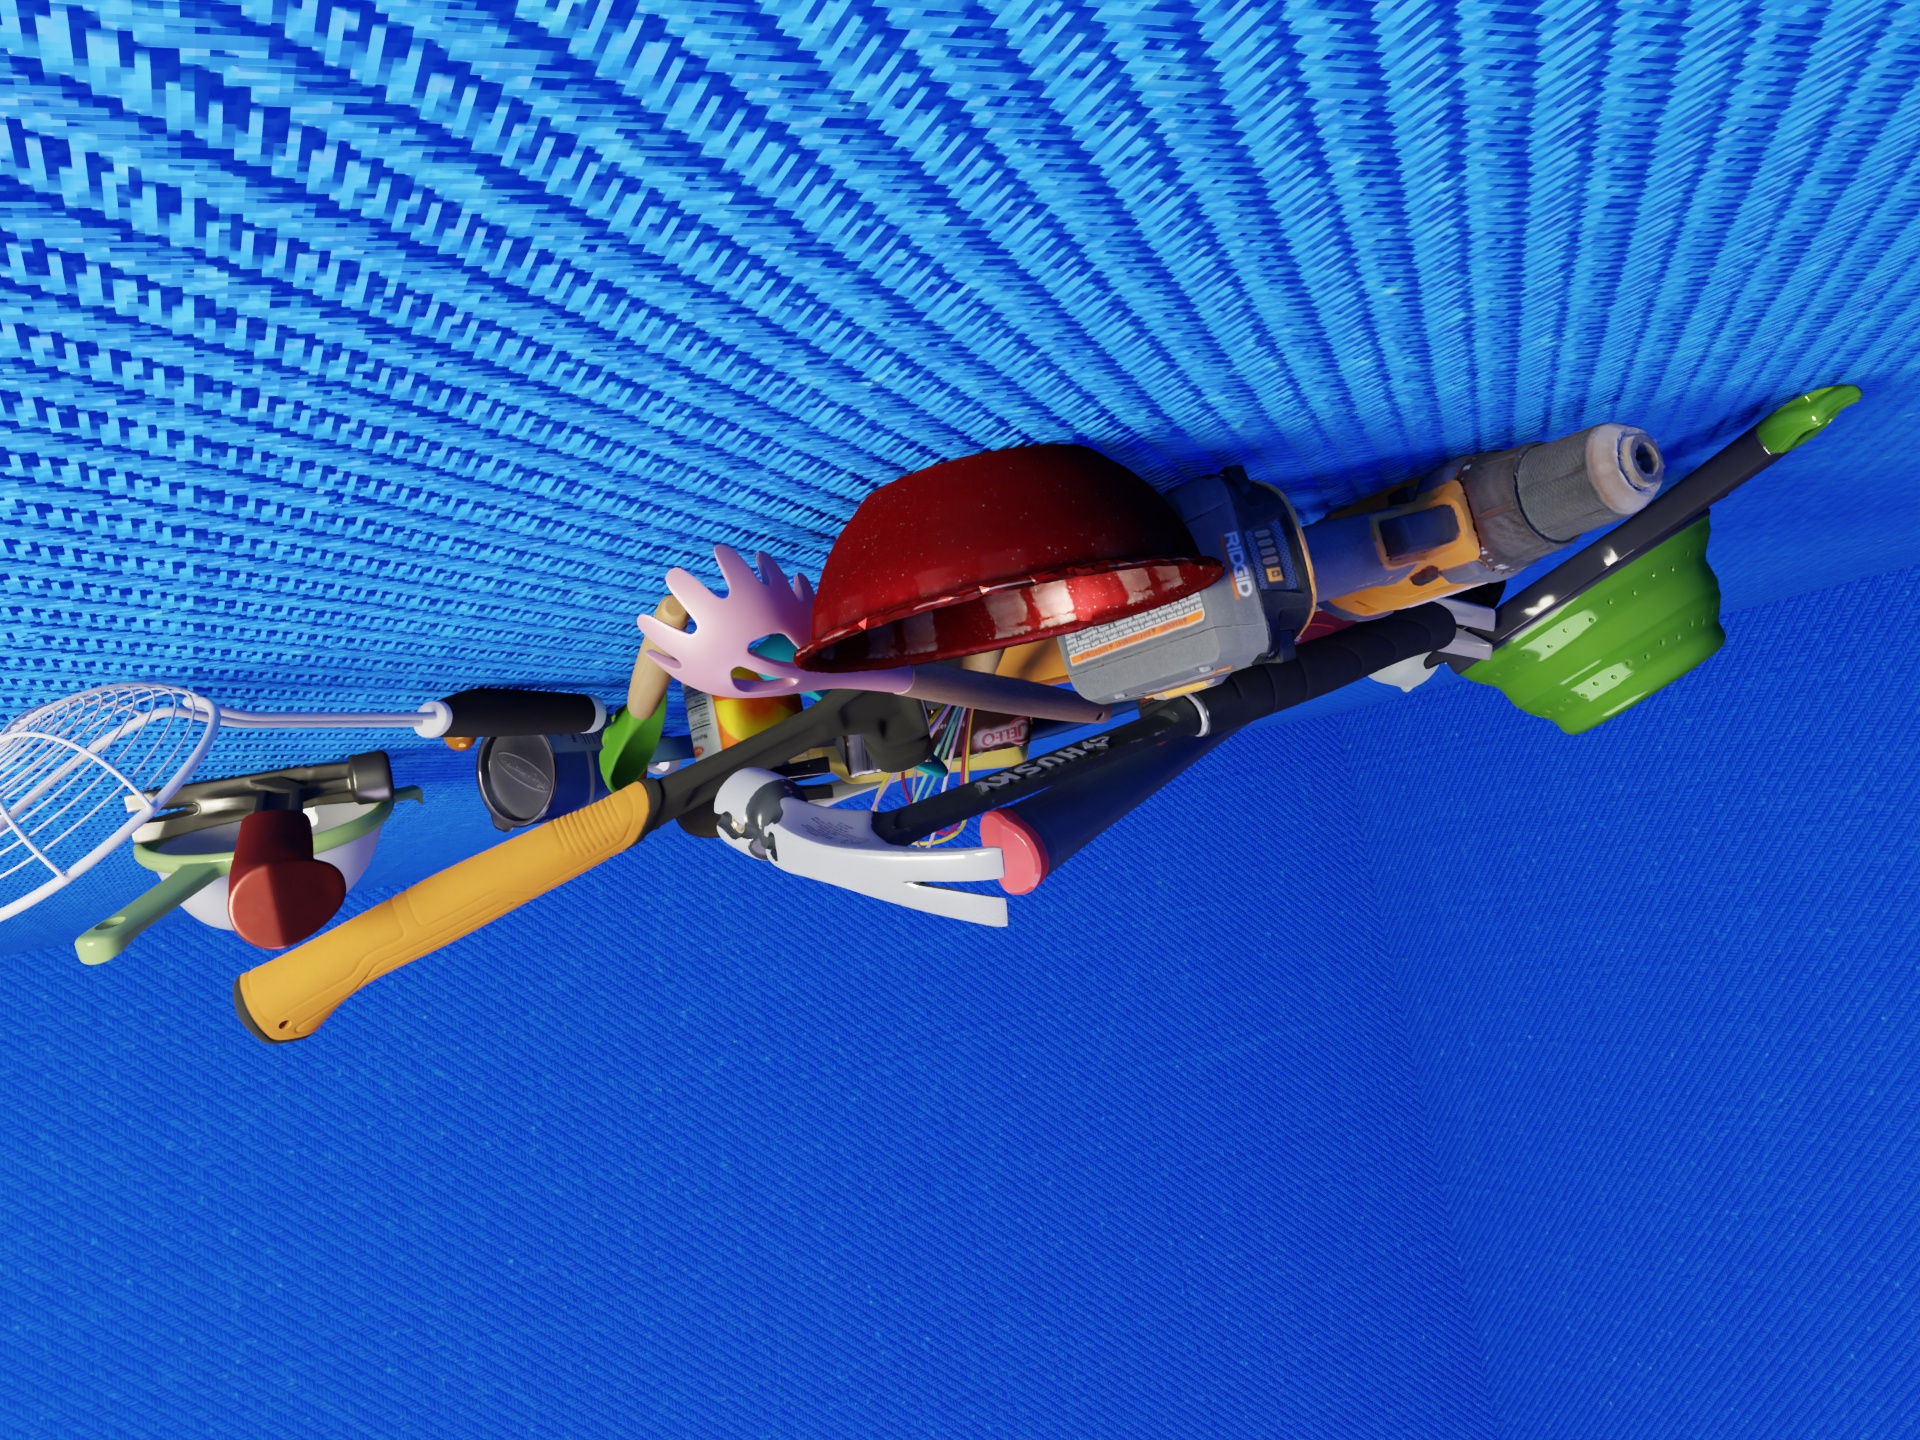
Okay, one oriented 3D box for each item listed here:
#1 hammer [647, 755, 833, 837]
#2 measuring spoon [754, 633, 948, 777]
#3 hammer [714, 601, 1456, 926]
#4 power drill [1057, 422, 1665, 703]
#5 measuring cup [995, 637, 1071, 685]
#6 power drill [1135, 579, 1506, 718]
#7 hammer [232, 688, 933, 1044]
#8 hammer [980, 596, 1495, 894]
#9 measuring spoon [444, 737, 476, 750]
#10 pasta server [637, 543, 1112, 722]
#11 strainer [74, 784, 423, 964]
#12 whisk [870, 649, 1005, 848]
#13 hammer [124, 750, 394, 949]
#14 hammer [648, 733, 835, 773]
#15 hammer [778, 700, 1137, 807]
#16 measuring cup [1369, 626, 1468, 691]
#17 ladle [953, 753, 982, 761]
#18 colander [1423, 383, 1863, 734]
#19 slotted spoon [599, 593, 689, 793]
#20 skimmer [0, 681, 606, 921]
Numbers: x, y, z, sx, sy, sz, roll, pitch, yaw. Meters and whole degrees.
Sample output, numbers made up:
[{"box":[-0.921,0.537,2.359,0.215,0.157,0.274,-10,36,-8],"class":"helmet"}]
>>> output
[{"box":[-0.134,0.047,0.992,0.146,0.038,0.410,-8,180,-10],"class":"hammer"},{"box":[-0.054,-0.012,0.823,0.129,0.021,0.042,34,-149,22],"class":"measuring spoon"},{"box":[0.098,0.001,0.729,0.409,0.036,0.149,-19,-157,-36],"class":"hammer"},{"box":[0.174,-0.076,0.695,0.226,0.084,0.185,-14,178,-32],"class":"power drill"},{"box":[0.085,-0.056,0.847,0.095,0.052,0.173,-9,175,-42],"class":"measuring cup"},{"box":[0.239,-0.060,1.075,0.226,0.080,0.188,-13,176,-11],"class":"power drill"},{"box":[-0.171,0.050,0.725,0.337,0.034,0.127,-28,146,-8],"class":"hammer"},{"box":[0.148,-0.002,0.831,0.143,0.038,0.386,14,-152,34],"class":"hammer"},{"box":[-0.287,0.005,0.935,0.021,0.011,0.117,-9,175,-26],"class":"measuring spoon"},{"box":[-0.016,-0.022,0.713,0.060,0.040,0.316,-53,151,18],"class":"pasta server"},{"box":[-0.432,0.106,0.943,0.151,0.069,0.256,-4,-164,7],"class":"strainer"},{"box":[0.001,-0.003,0.827,0.051,0.047,0.244,-44,165,-37],"class":"whisk"},{"box":[-0.359,0.061,0.810,0.149,0.036,0.359,-11,-170,-21],"class":"hammer"},{"box":[-0.130,0.010,1.088,0.331,0.033,0.128,-8,177,32],"class":"hammer"},{"box":[0.036,0.007,1.309,0.405,0.144,0.035,-19,132,-4],"class":"hammer"},{"box":[0.350,-0.064,1.172,0.038,0.083,0.168,7,179,-25],"class":"measuring cup"},{"box":[0.120,-0.034,1.206,0.320,0.062,0.078,-13,-149,-23],"class":"ladle"},{"box":[0.406,-0.074,0.910,0.204,0.094,0.397,-31,171,-9],"class":"colander"},{"box":[-0.163,-0.016,0.826,0.031,0.070,0.313,27,162,-8],"class":"slotted spoon"},{"box":[-0.286,0.029,0.737,0.127,0.090,0.363,-14,175,27],"class":"skimmer"}]
